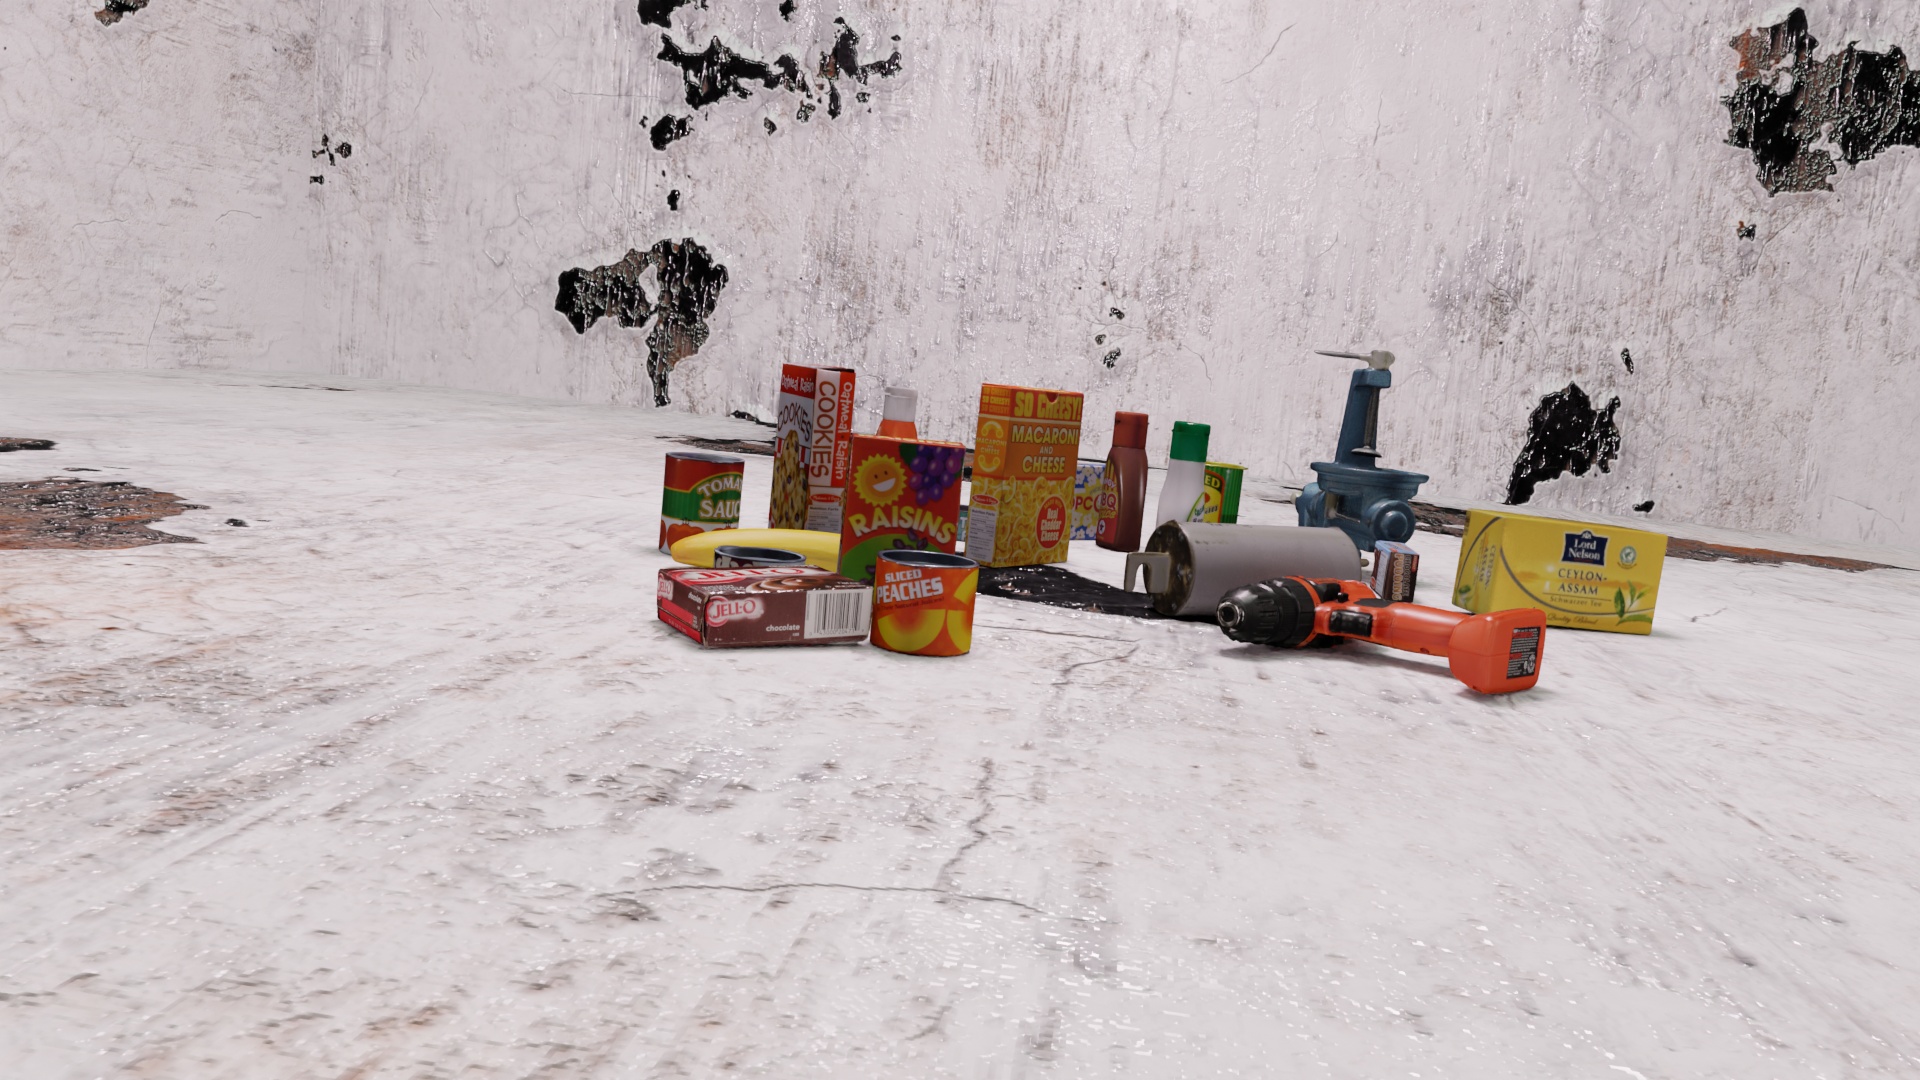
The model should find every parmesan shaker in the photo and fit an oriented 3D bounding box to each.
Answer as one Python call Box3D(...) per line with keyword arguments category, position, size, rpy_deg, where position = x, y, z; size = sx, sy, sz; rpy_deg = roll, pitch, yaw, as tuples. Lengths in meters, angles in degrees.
Box3D(category="parmesan shaker", position=(0.271, -0.033, 1.507), size=(0.071, 0.103, 0.071), rpy_deg=(6, 7, -1))

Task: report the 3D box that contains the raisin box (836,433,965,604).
Box3D(category="raisin box", position=(-0.045, -0.014, 1.025), size=(0.086, 0.123, 0.040), rpy_deg=(5, 7, -7))

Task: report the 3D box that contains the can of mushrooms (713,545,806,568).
Box3D(category="can of mushrooms", position=(-0.147, 0.024, 0.999), size=(0.071, 0.033, 0.071), rpy_deg=(6, 7, -1))

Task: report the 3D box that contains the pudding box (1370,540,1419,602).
Box3D(category="pudding box", position=(0.423, 0.029, 1.356), size=(0.030, 0.049, 0.084), rpy_deg=(7, 7, 7))

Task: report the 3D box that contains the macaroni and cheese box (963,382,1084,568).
Box3D(category="macaroni and cheese box", position=(0.062, -0.061, 1.310), size=(0.040, 0.166, 0.124), rpy_deg=(11, 8, 37))

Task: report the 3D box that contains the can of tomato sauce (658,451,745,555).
Box3D(category="can of tomato sauce", position=(-0.216, -0.030, 1.167), size=(0.071, 0.083, 0.071), rpy_deg=(6, 7, -1))

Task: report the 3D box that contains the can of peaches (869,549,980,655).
Box3D(category="can of peaches", position=(-0.024, 0.039, 0.883), size=(0.071, 0.058, 0.071), rpy_deg=(6, 7, -1))

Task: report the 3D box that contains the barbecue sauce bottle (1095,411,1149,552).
Box3D(category="barbecue sauce bottle", position=(0.177, -0.064, 1.499), size=(0.044, 0.148, 0.065), rpy_deg=(4, 7, -18))

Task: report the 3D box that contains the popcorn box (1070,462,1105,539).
Box3D(category="popcorn box", position=(0.131, -0.045, 1.558), size=(0.127, 0.085, 0.038), rpy_deg=(0, 9, -39))

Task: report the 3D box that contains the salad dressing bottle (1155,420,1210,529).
Box3D(category="salad dressing bottle", position=(0.221, -0.044, 1.377), size=(0.044, 0.147, 0.064), rpy_deg=(9, 8, 28))

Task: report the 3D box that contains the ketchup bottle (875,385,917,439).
Box3D(category="ketchup bottle", position=(-0.073, -0.098, 1.560), size=(0.043, 0.148, 0.065), rpy_deg=(2, 8, -33))

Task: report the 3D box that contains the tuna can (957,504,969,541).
Box3D(category="tuna can", position=(0.005, -0.018, 1.457), size=(0.071, 0.032, 0.071), rpy_deg=(6, 7, -1))

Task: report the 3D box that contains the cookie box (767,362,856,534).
Box3D(category="cookie box", position=(-0.138, -0.079, 1.284), size=(0.040, 0.167, 0.123), rpy_deg=(3, 7, -22))
